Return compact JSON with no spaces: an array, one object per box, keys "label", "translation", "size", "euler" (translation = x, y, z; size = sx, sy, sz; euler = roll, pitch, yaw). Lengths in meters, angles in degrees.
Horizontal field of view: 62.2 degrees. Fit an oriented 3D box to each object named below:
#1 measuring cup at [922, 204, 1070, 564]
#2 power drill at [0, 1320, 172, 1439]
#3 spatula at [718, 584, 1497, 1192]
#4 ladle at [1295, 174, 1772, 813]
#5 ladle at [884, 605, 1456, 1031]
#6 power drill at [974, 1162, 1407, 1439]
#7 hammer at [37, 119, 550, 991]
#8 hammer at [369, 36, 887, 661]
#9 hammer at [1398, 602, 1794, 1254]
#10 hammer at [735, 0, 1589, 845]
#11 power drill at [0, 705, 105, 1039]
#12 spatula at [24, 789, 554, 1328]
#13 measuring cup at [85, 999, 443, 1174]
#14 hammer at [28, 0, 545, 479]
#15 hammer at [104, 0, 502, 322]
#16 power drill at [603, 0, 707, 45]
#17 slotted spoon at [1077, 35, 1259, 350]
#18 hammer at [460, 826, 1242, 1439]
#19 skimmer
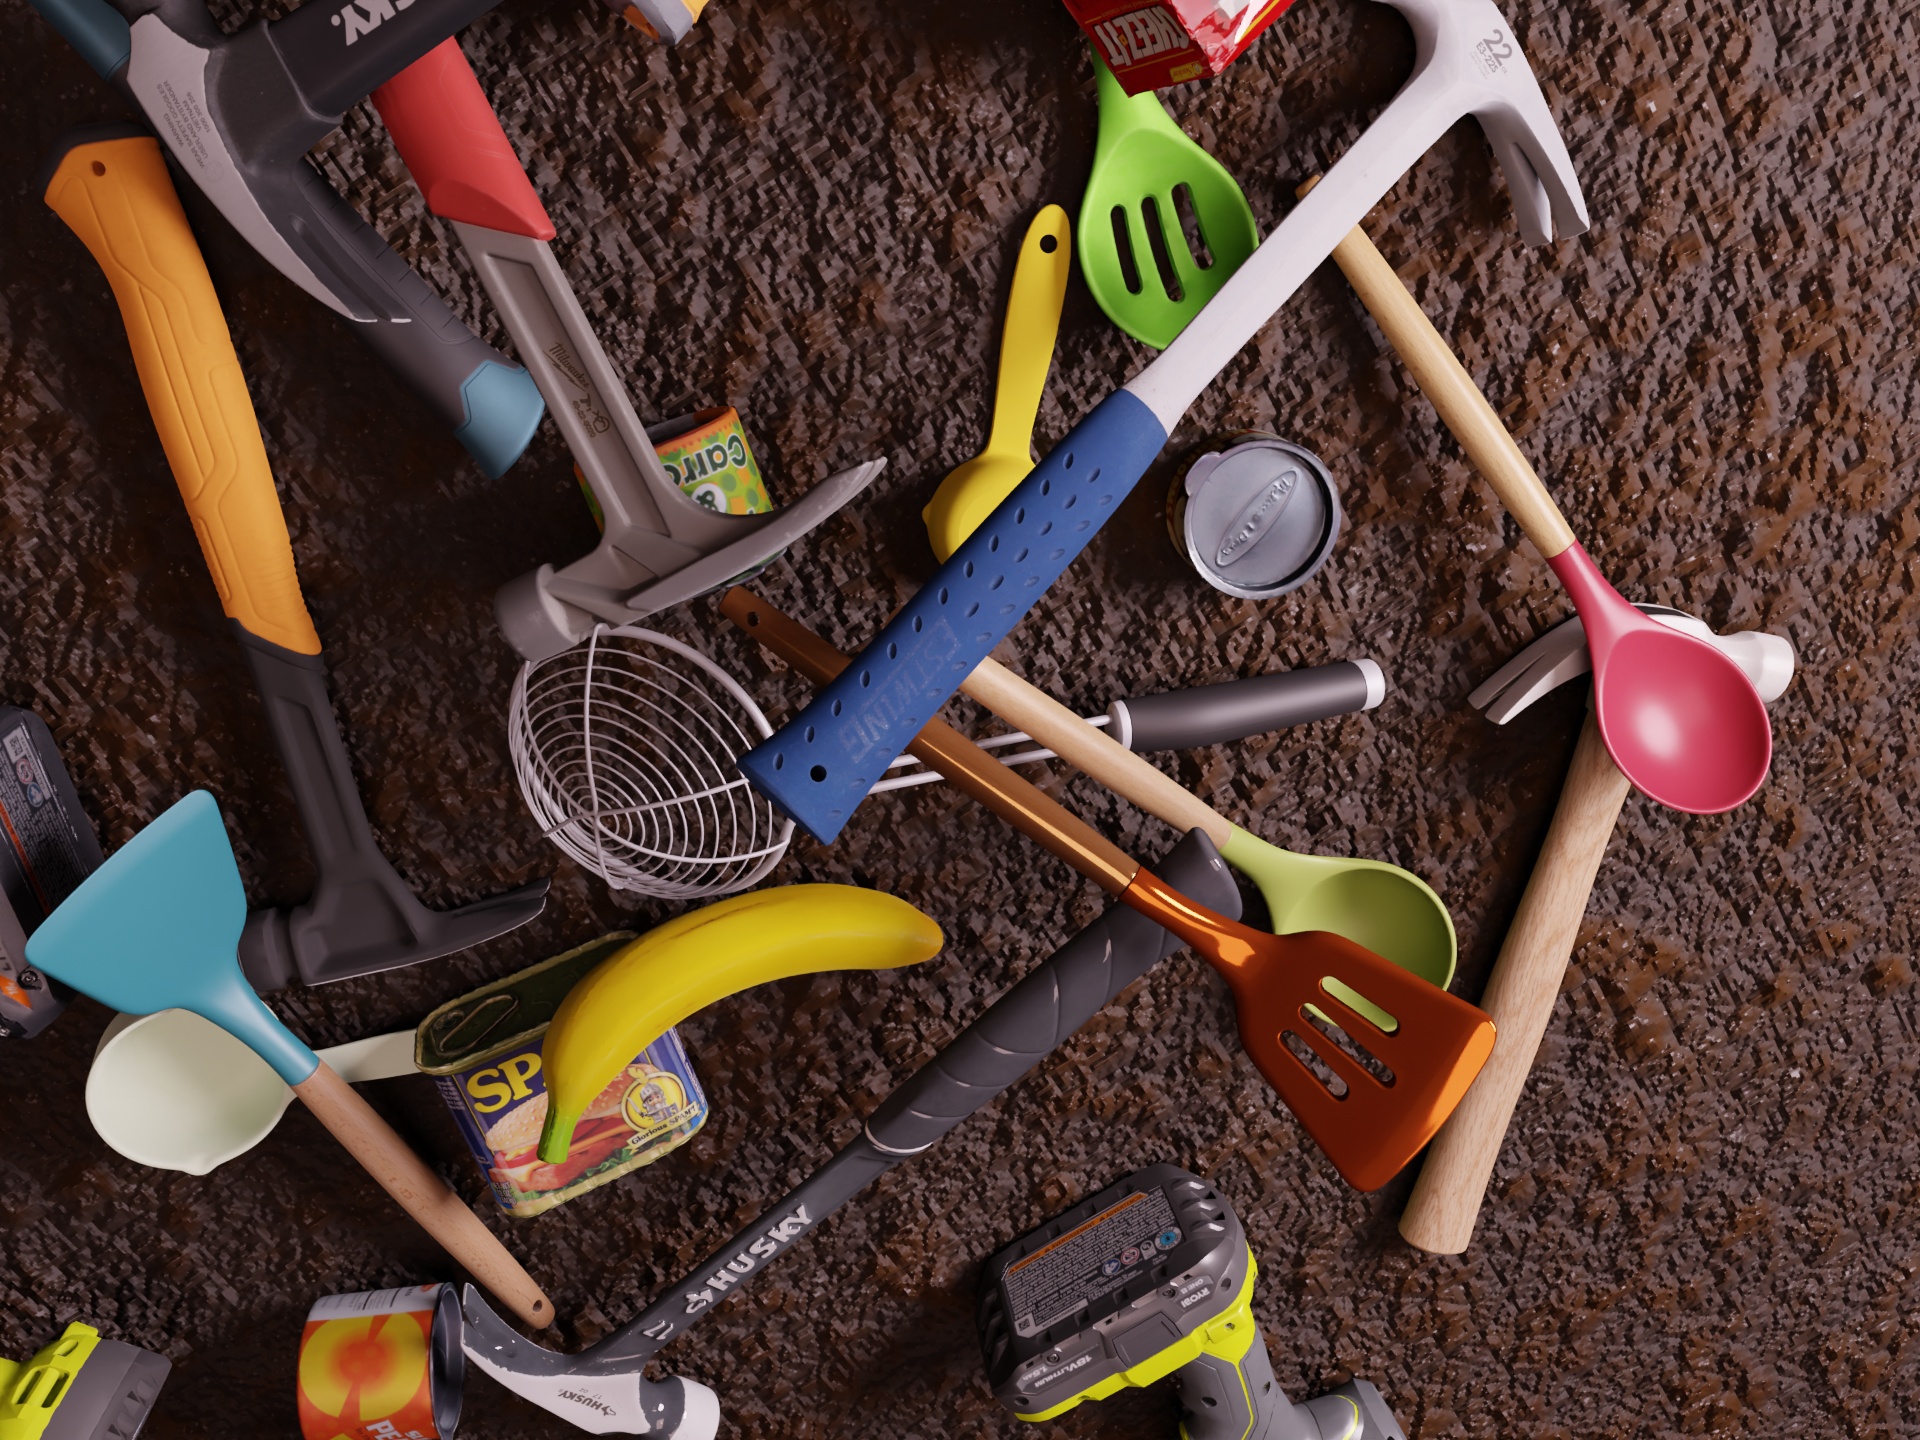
[{"label":"measuring cup","translation":[0.024,-0.124,0.633],"size":[0.062,0.029,0.156],"euler":[7,109,-10]},{"label":"power drill","translation":[-0.470,0.289,0.671],"size":[0.223,0.080,0.171],"euler":[28,123,-13]},{"label":"spatula","translation":[0.042,0.047,0.587],"size":[0.322,0.041,0.081],"euler":[35,102,2]},{"label":"ladle","translation":[0.232,-0.091,0.655],"size":[0.069,0.031,0.315],"euler":[-39,99,-5]},{"label":"ladle","translation":[0.093,0.043,0.647],"size":[0.319,0.062,0.078],"euler":[33,109,-32]},{"label":"power drill","translation":[0.103,0.347,0.779],"size":[0.190,0.080,0.228],"euler":[-31,112,3]},{"label":"hammer","translation":[-0.264,-0.056,0.615],"size":[0.127,0.034,0.336],"euler":[-12,109,-3]},{"label":"hammer","translation":[-0.167,-0.206,0.534],"size":[0.149,0.037,0.359],"euler":[-24,98,16]},{"label":"hammer","translation":[0.268,0.105,0.743],"size":[0.130,0.031,0.331],"euler":[10,107,-11]},{"label":"hammer","translation":[0.077,-0.114,0.576],"size":[0.144,0.035,0.405],"euler":[45,78,-17]},{"label":"power drill","translation":[-0.456,0.088,0.614],"size":[0.226,0.084,0.164],"euler":[-11,112,0]},{"label":"spatula","translation":[-0.252,0.165,0.657],"size":[0.082,0.044,0.317],"euler":[-53,130,-33]},{"label":"measuring cup","translation":[-0.280,0.141,0.684],"size":[0.167,0.038,0.083],"euler":[-6,111,-24]},{"label":"hammer","translation":[-0.268,-0.216,0.543],"size":[0.330,0.033,0.128],"euler":[47,63,-24]},{"label":"hammer","translation":[-0.103,-0.248,0.473],"size":[0.335,0.035,0.146],"euler":[-25,98,16]},{"label":"power drill","translation":[-0.119,-0.366,0.509],"size":[0.226,0.084,0.185],"euler":[41,93,-22]},{"label":"slotted spoon","translation":[0.047,-0.291,0.584],"size":[0.070,0.031,0.313],"euler":[-18,108,-2]},{"label":"hammer","translation":[-0.043,0.182,0.674],"size":[0.409,0.036,0.149],"euler":[-42,124,16]},{"label":"skimmer","translation":[-0.001,-0.002,0.671],"size":[0.363,0.090,0.127],"euler":[-10,124,-15]}]
